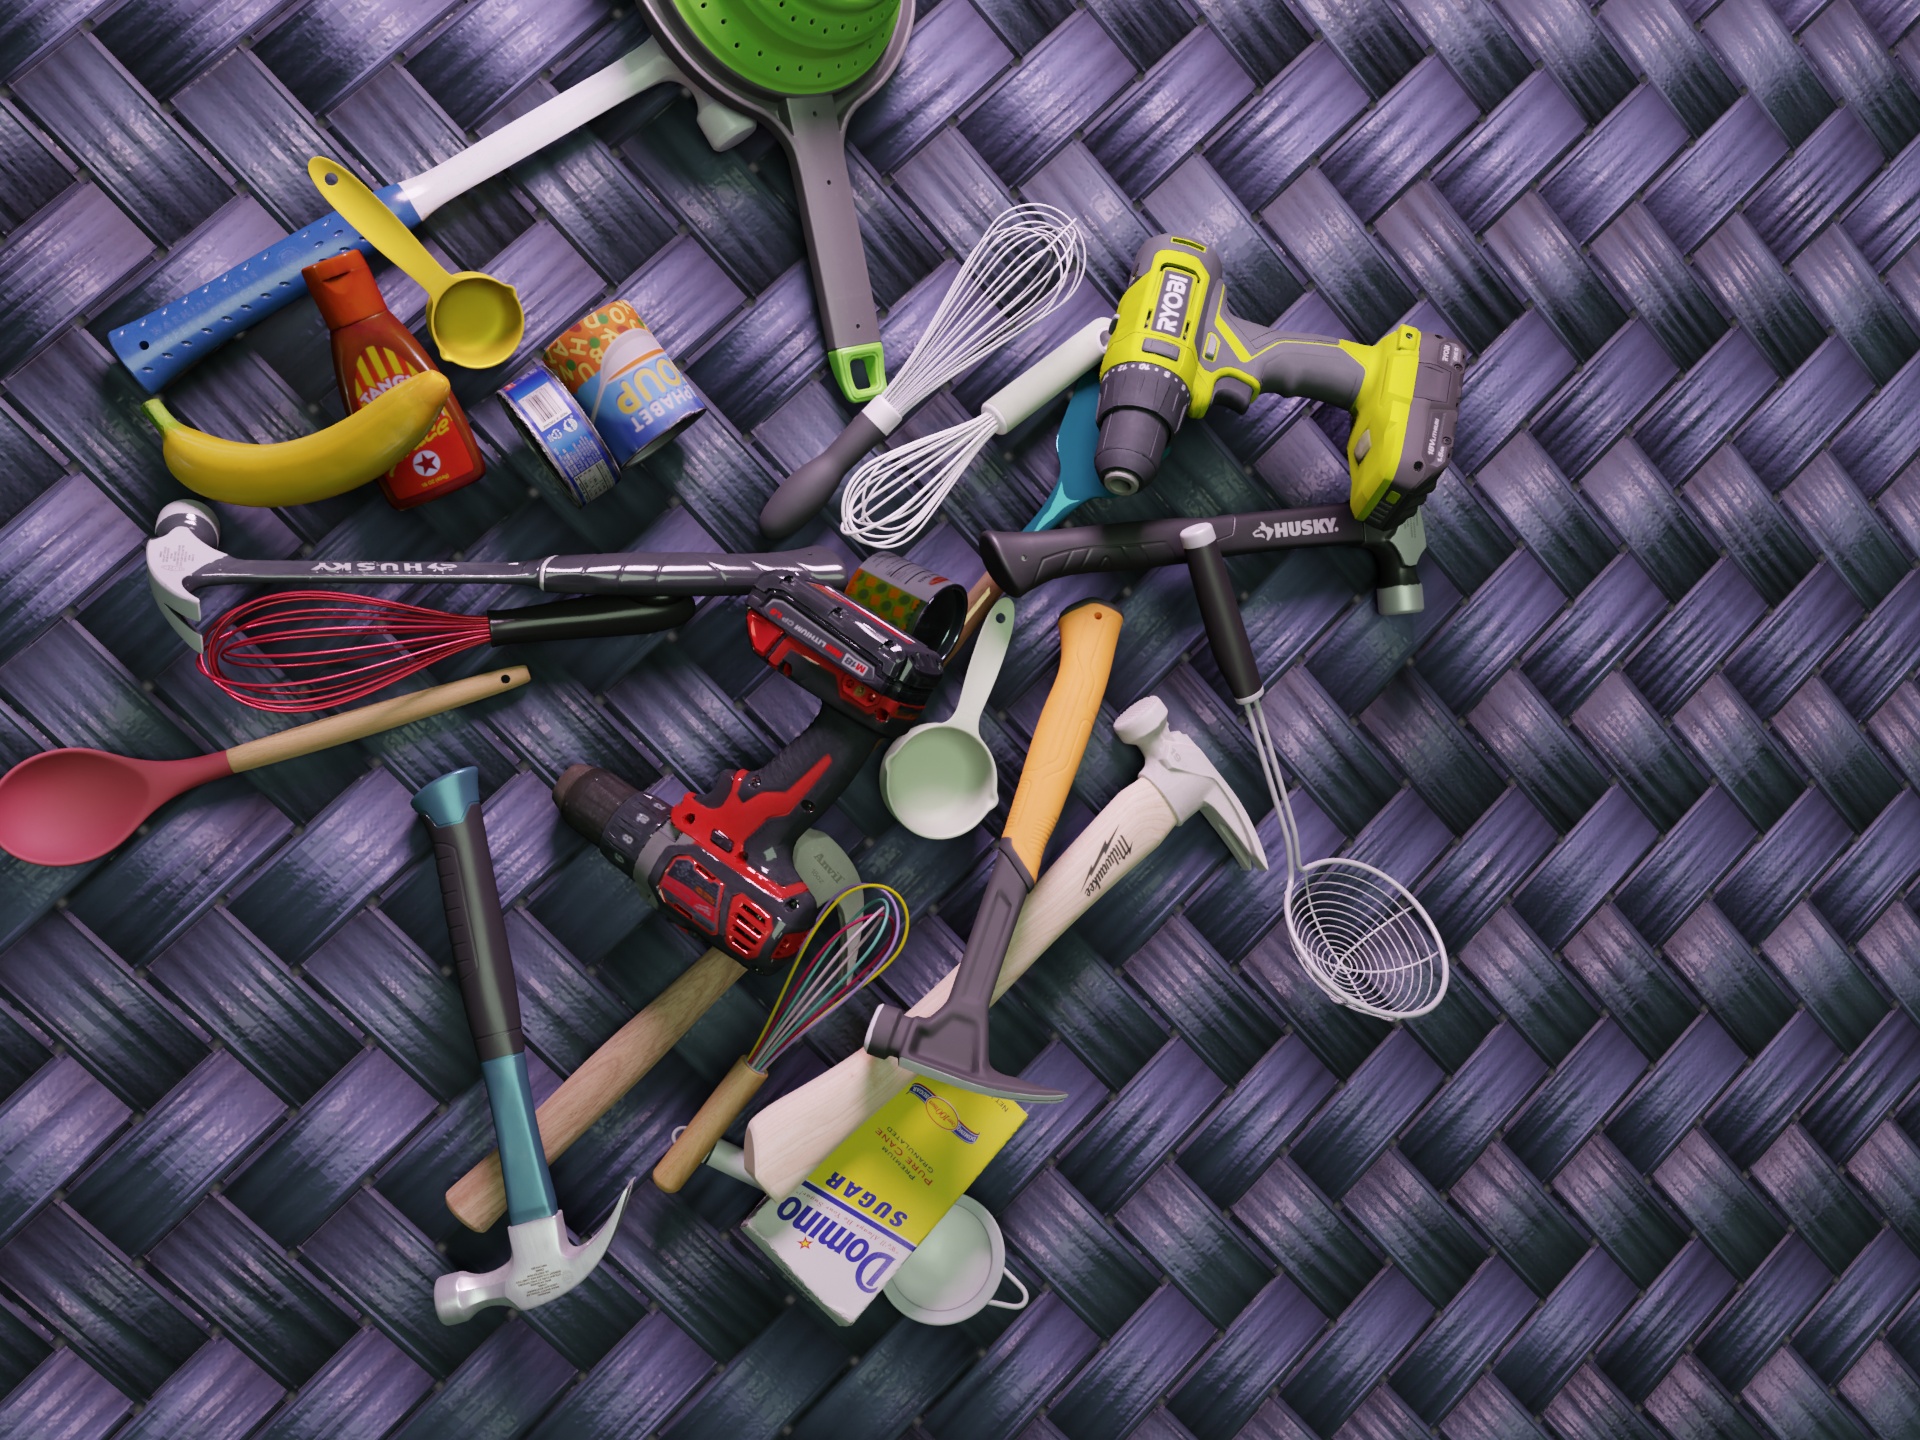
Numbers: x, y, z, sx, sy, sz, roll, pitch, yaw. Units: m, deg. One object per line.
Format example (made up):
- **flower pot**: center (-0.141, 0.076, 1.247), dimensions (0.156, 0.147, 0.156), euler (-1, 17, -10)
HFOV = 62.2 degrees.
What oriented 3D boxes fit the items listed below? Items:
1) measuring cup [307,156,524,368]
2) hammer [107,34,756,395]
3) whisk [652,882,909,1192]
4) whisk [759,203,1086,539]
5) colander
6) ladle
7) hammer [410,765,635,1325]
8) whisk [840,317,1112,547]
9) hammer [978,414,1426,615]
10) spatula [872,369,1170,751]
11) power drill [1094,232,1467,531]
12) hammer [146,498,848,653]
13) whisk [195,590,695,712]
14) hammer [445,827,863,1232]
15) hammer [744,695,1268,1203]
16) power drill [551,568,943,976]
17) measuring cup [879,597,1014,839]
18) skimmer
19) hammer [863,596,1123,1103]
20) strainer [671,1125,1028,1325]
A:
- **measuring cup**: center (-0.328, -0.276, 0.950), dimensions (0.062, 0.029, 0.156), euler (-46, 128, -3)
- **hammer**: center (-0.332, -0.329, 0.976), dimensions (0.405, 0.035, 0.144), euler (-34, 99, -10)
- **whisk**: center (-0.114, 0.205, 1.007), dimensions (0.047, 0.051, 0.245), euler (33, 97, -36)
- **whisk**: center (-0.028, -0.220, 1.027), dimensions (0.284, 0.070, 0.070), euler (-44, 101, 6)
- **colander**: center (-0.080, -0.400, 0.983), dimensions (0.204, 0.094, 0.397), euler (-19, 104, -32)
- **ladle**: center (-0.419, 0.016, 0.971), dimensions (0.315, 0.031, 0.069), euler (-18, 98, -14)
- **hammer**: center (-0.287, 0.194, 0.982), dimensions (0.128, 0.033, 0.331), euler (-12, 87, -4)
- **whisk**: center (0.016, -0.195, 1.053), dimensions (0.246, 0.059, 0.057), euler (-40, 116, -18)
- **hammer**: center (0.170, -0.130, 1.080), dimensions (0.334, 0.035, 0.146), euler (-8, 94, -21)
- **spatula**: center (0.024, -0.095, 1.076), dimensions (0.082, 0.044, 0.317), euler (40, 87, -13)
- **power drill**: center (0.202, -0.208, 1.044), dimensions (0.228, 0.080, 0.191), euler (17, 65, -1)
- **hammer**: center (-0.268, -0.089, 0.964), dimensions (0.408, 0.149, 0.036), euler (-2, 119, -20)
- **whisk**: center (-0.310, -0.053, 0.980), dimensions (0.295, 0.073, 0.073), euler (-9, 94, -18)
- **hammer**: center (-0.195, 0.201, 1.027), dimensions (0.331, 0.031, 0.130), euler (-44, 100, -8)
- **hammer**: center (0.030, 0.165, 1.042), dimensions (0.410, 0.038, 0.146), euler (-41, 100, -19)
- **power drill**: center (-0.135, 0.019, 0.977), dimensions (0.188, 0.080, 0.226), euler (33, 98, 15)
- **measuring cup**: center (-0.002, -0.003, 1.062), dimensions (0.083, 0.038, 0.167), euler (21, 86, -18)
- **skimmer**: center (0.237, 0.035, 1.069), dimensions (0.127, 0.090, 0.363), euler (-38, 114, -43)
- **hammer**: center (0.051, 0.073, 1.020), dimensions (0.127, 0.034, 0.337), euler (18, 69, 4)
- **strainer**: center (-0.074, 0.326, 1.056), dimensions (0.258, 0.050, 0.087), euler (27, 81, -7)
